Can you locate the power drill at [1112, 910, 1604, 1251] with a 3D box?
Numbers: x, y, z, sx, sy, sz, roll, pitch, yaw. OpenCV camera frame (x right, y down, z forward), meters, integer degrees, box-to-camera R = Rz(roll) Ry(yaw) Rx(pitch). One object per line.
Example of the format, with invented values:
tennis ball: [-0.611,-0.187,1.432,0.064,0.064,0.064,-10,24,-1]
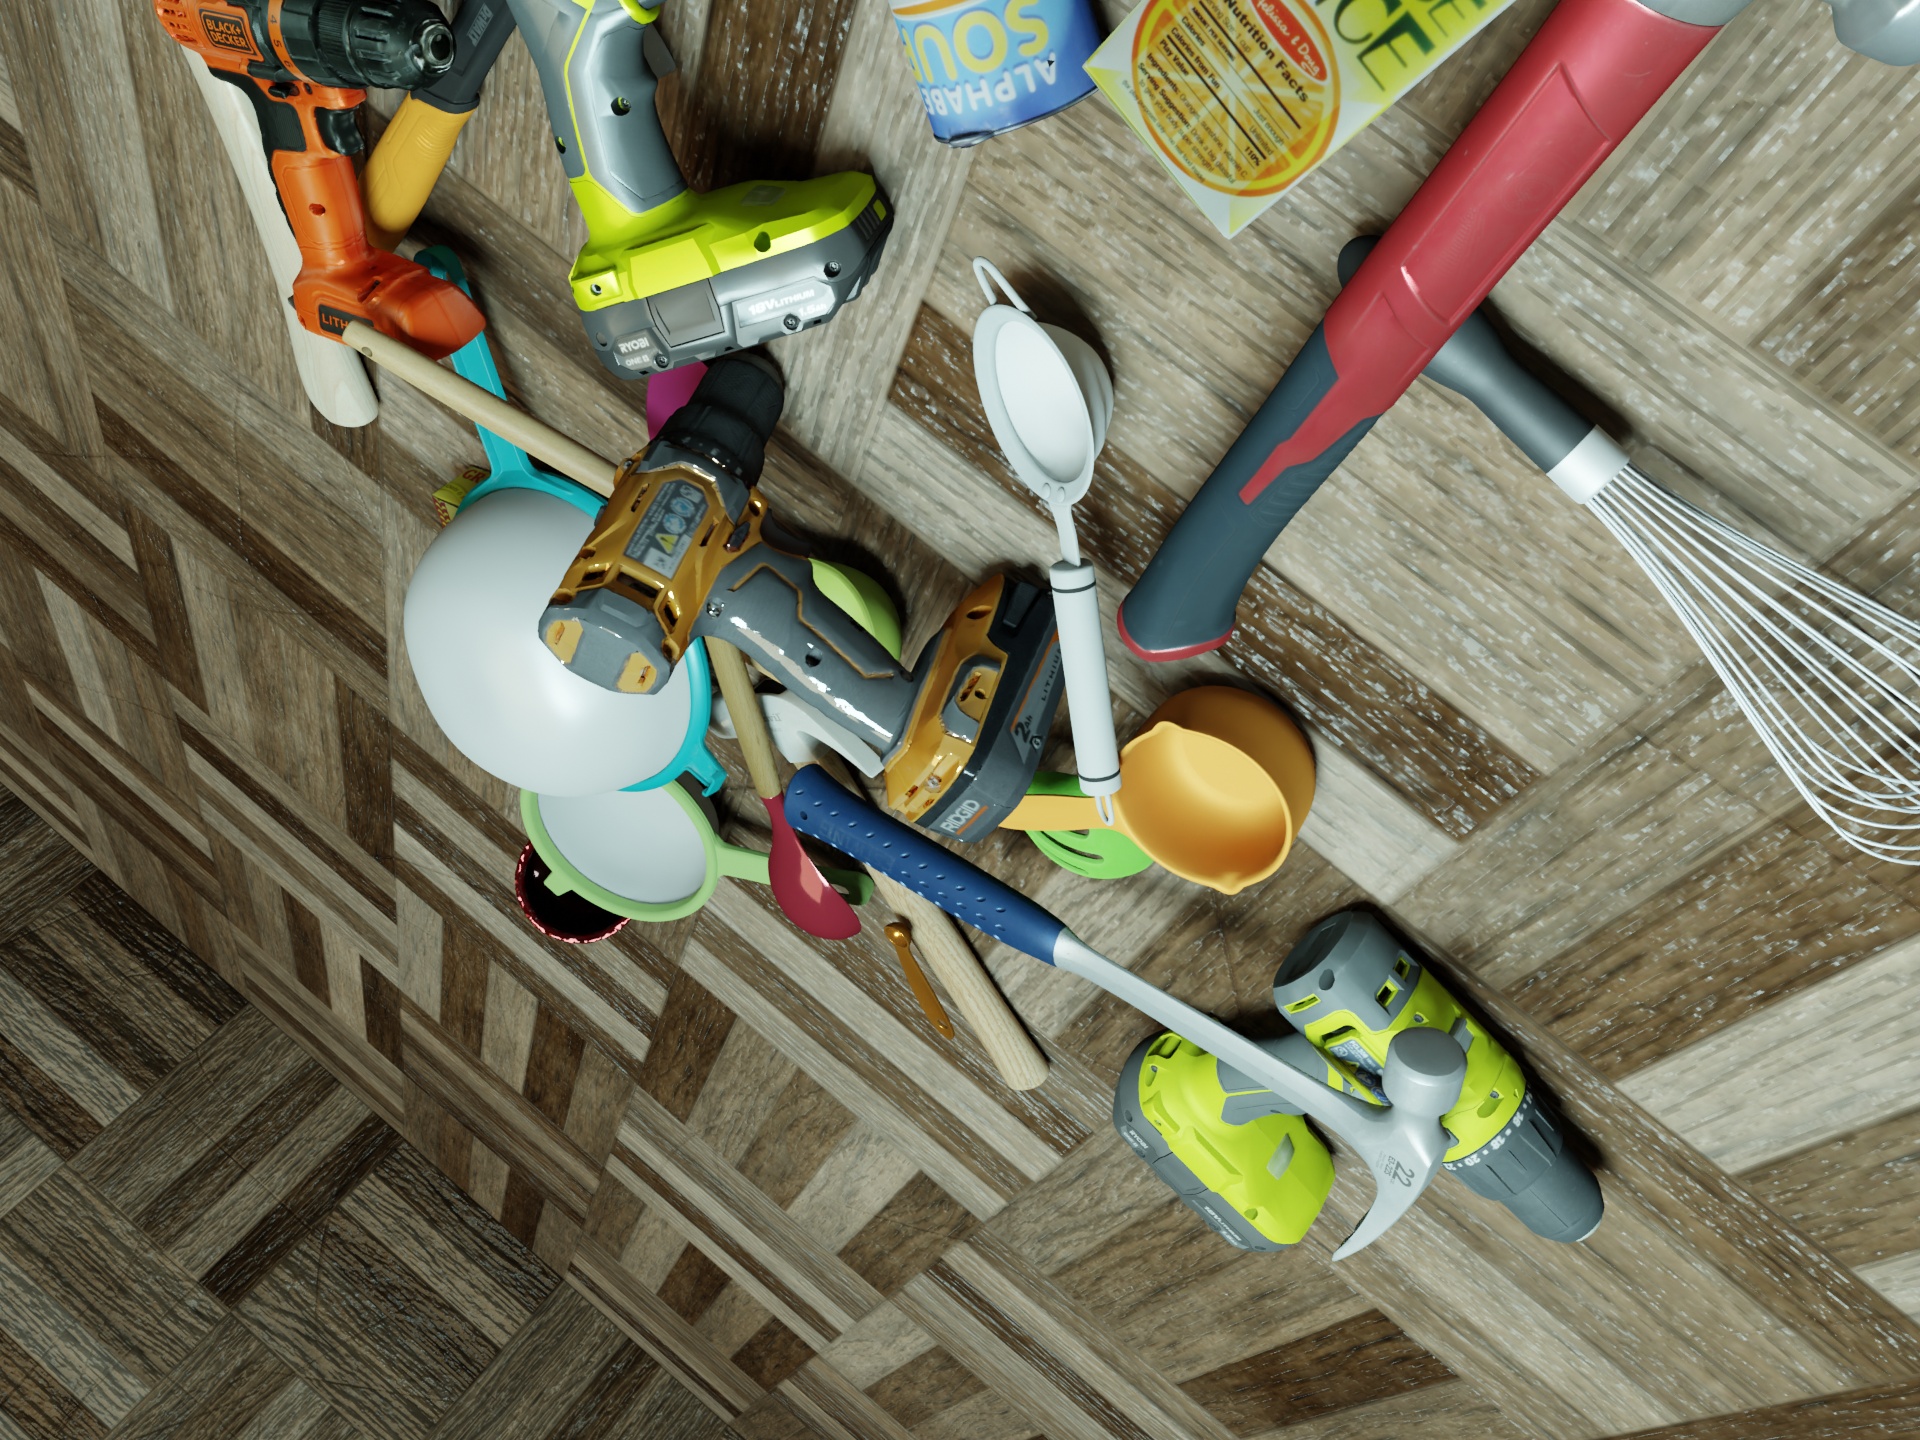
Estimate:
power drill: [0.201,0.210,0.835,0.190,0.080,0.228,45,144,-2]

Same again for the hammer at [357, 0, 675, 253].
hammer: [-0.257,-0.292,0.790,0.127,0.034,0.337,53,145,-13]

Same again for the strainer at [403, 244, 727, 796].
strainer: [-0.269,-0.089,0.905,0.211,0.095,0.340,5,120,35]

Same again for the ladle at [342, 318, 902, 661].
ladle: [-0.169,-0.107,0.809,0.320,0.062,0.078,30,140,-12]

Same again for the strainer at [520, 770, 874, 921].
strainer: [-0.174,0.073,1.094,0.256,0.069,0.151,12,127,13]

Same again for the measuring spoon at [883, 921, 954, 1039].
measuring spoon: [-0.023,0.168,1.024,0.021,0.011,0.116,15,142,37]

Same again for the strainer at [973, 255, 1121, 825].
strainer: [0.047,-0.070,0.675,0.087,0.050,0.258,32,137,57]

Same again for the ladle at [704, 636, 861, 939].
ladle: [-0.117,0.021,0.941,0.069,0.031,0.315,17,136,35]

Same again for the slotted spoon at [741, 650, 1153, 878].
slotted spoon: [-0.030,0.008,0.872,0.314,0.031,0.070,28,143,30]

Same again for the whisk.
whisk: [0.231,-0.062,0.526,0.284,0.070,0.070,44,147,6]

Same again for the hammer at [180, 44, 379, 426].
hammer: [-0.396,-0.338,0.880,0.146,0.038,0.410,23,142,25]

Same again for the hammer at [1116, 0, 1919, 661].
hammer: [0.112,-0.119,0.500,0.143,0.038,0.386,20,154,-7]

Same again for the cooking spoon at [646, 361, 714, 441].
cooking spoon: [-0.160,-0.092,0.922,0.069,0.017,0.318,44,147,17]

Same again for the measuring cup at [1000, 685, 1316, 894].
measuring cup: [0.087,0.029,0.758,0.174,0.052,0.095,-4,120,40]

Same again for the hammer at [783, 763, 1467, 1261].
hammer: [0.061,0.127,0.822,0.406,0.035,0.144,27,134,32]

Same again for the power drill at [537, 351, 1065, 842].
power drill: [-0.059,-0.064,0.749,0.226,0.185,0.084,27,148,-10]

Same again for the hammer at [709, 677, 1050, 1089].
hammer: [-0.032,0.110,1.003,0.130,0.031,0.331,-5,124,49]

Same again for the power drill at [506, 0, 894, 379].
power drill: [-0.118,-0.261,0.620,0.171,0.080,0.223,-11,121,19]
